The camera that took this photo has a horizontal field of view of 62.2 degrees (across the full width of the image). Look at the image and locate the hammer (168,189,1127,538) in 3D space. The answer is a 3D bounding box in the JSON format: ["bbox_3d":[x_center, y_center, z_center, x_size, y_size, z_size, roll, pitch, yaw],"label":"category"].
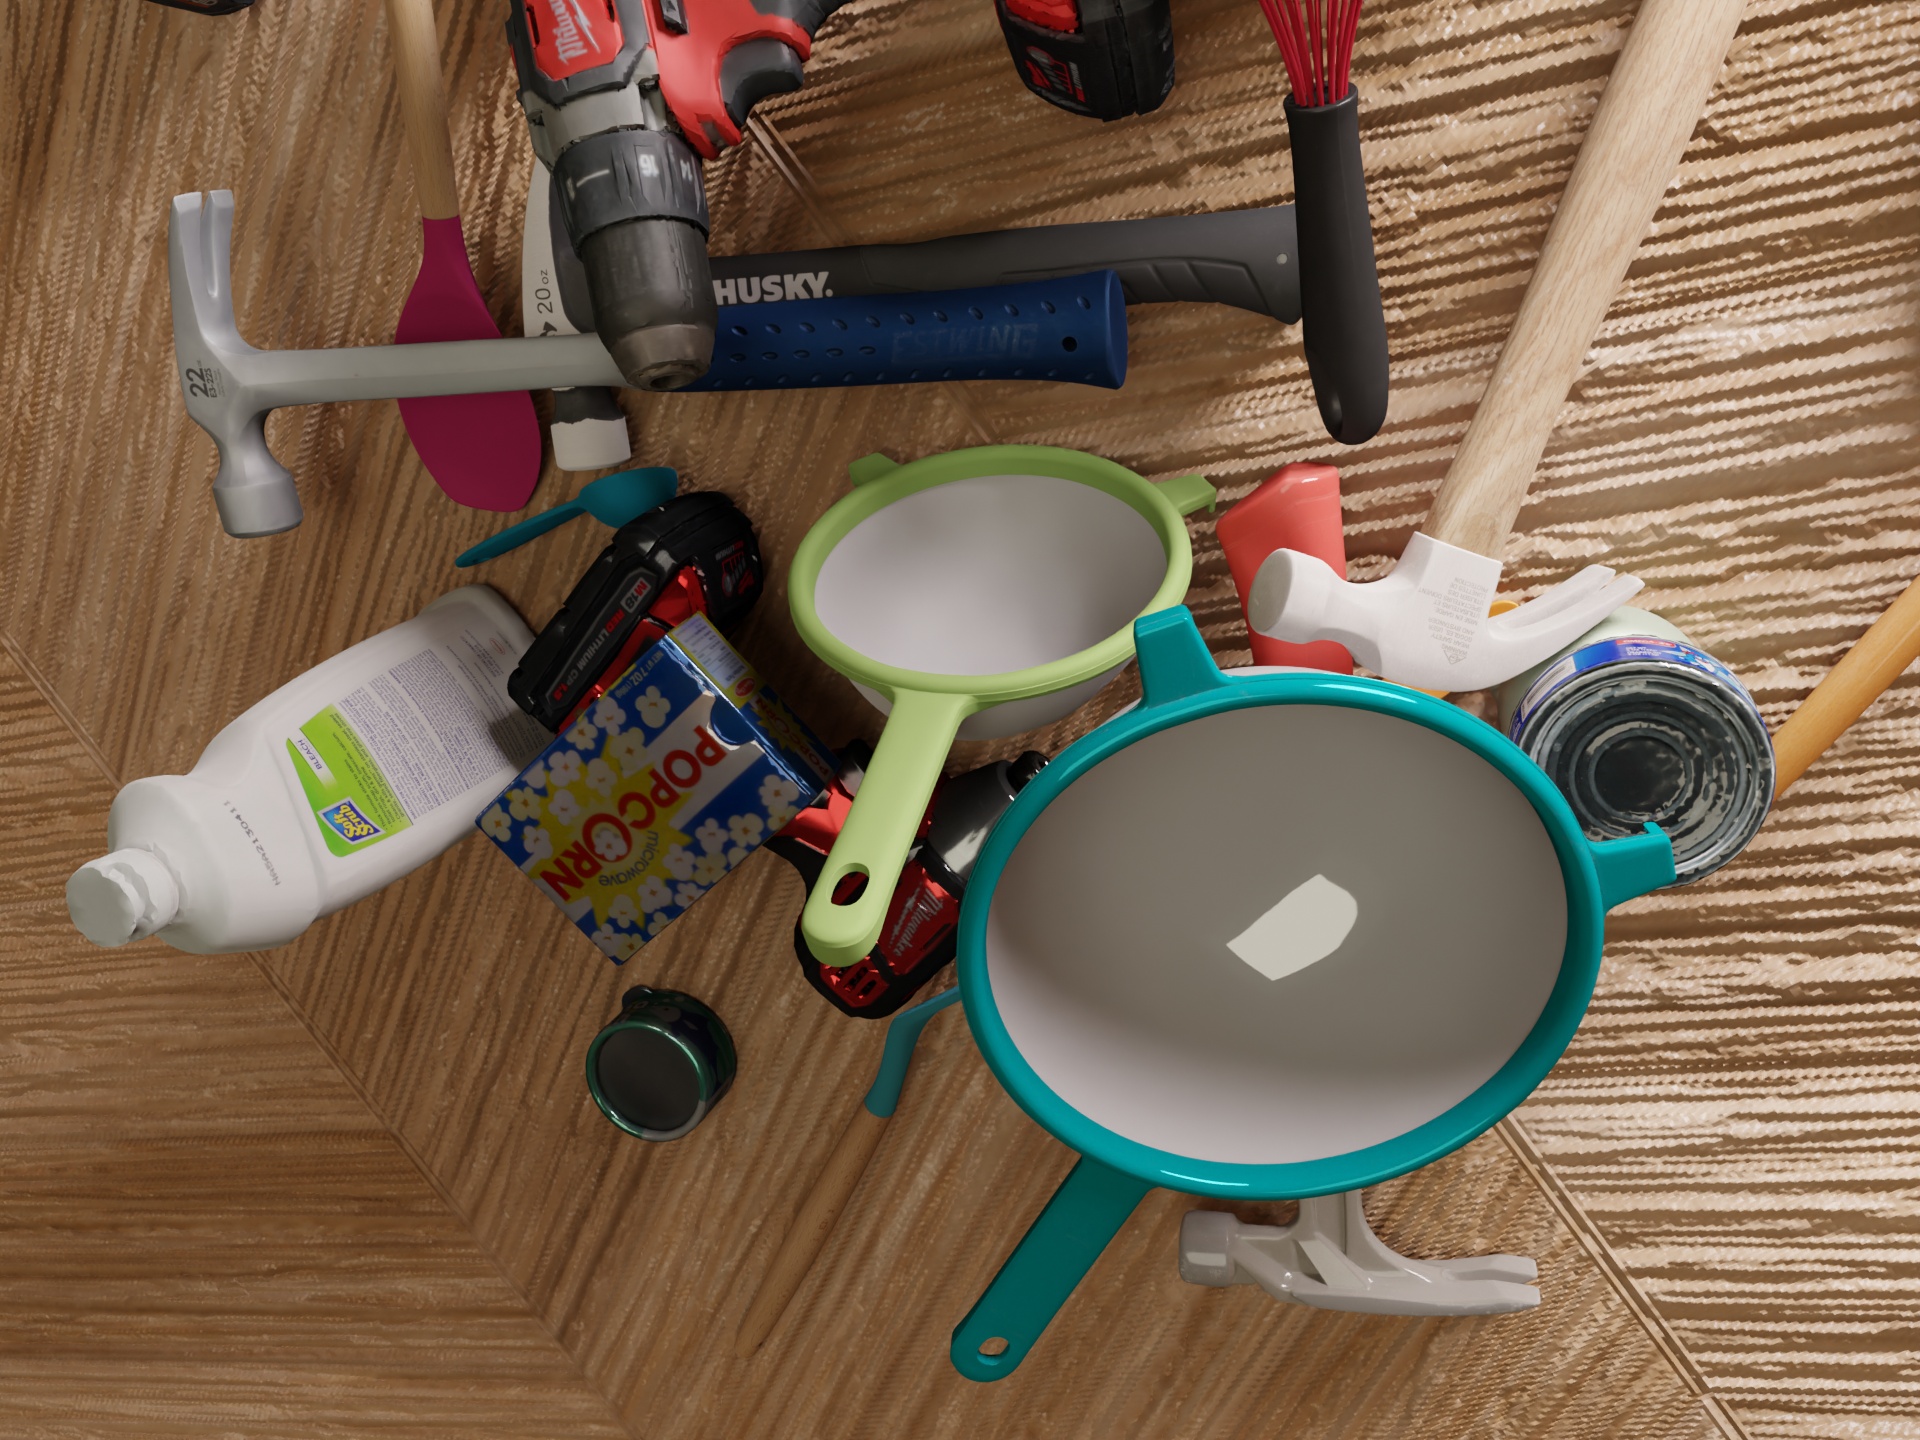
[{"bbox_3d":[-0.138,-0.148,0.627,0.405,0.035,0.144,1,113,17],"label":"hammer"}]

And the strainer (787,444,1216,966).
[{"bbox_3d":[-0.001,-0.002,0.574,0.151,0.257,0.069,6,136,16],"label":"strainer"}]

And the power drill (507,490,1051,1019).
[{"bbox_3d":[-0.068,0.012,0.675,0.219,0.078,0.143,43,114,-1],"label":"power drill"}]

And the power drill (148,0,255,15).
[{"bbox_3d":[-0.271,-0.390,0.616,0.226,0.084,0.164,-41,91,20],"label":"power drill"}]

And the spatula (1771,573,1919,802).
[{"bbox_3d":[0.352,-0.083,0.527,0.081,0.041,0.322,15,123,-23],"label":"spatula"}]

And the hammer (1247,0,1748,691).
[{"bbox_3d":[0.215,-0.164,0.532,0.130,0.031,0.331,15,106,-17],"label":"hammer"}]

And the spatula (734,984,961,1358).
[{"bbox_3d":[-0.041,0.204,0.737,0.044,0.082,0.317,39,120,21],"label":"spatula"}]

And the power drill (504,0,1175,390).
[{"bbox_3d":[-0.043,-0.226,0.548,0.226,0.080,0.188,-12,85,9],"label":"power drill"}]

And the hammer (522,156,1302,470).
[{"bbox_3d":[-0.021,-0.178,0.622,0.335,0.035,0.146,1,107,18],"label":"hammer"}]

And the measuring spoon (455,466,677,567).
[{"bbox_3d":[-0.176,-0.081,0.701,0.128,0.042,0.021,-18,87,30],"label":"measuring spoon"}]

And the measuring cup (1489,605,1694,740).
[{"bbox_3d":[0.234,0.041,0.602,0.083,0.038,0.167,11,107,15],"label":"measuring cup"}]

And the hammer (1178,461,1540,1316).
[{"bbox_3d":[0.151,0.078,0.633,0.149,0.037,0.359,-1,108,16],"label":"hammer"}]

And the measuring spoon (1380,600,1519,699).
[{"bbox_3d":[0.171,-0.009,0.626,0.117,0.011,0.021,-41,94,21],"label":"measuring spoon"}]

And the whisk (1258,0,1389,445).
[{"bbox_3d":[0.109,-0.212,0.491,0.073,0.073,0.295,-2,132,19],"label":"whisk"}]

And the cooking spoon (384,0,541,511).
[{"bbox_3d":[-0.213,-0.229,0.640,0.069,0.017,0.318,10,125,13],"label":"cooking spoon"}]

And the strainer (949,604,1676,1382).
[{"bbox_3d":[0.079,0.110,0.590,0.211,0.095,0.340,23,118,-10],"label":"strainer"}]
